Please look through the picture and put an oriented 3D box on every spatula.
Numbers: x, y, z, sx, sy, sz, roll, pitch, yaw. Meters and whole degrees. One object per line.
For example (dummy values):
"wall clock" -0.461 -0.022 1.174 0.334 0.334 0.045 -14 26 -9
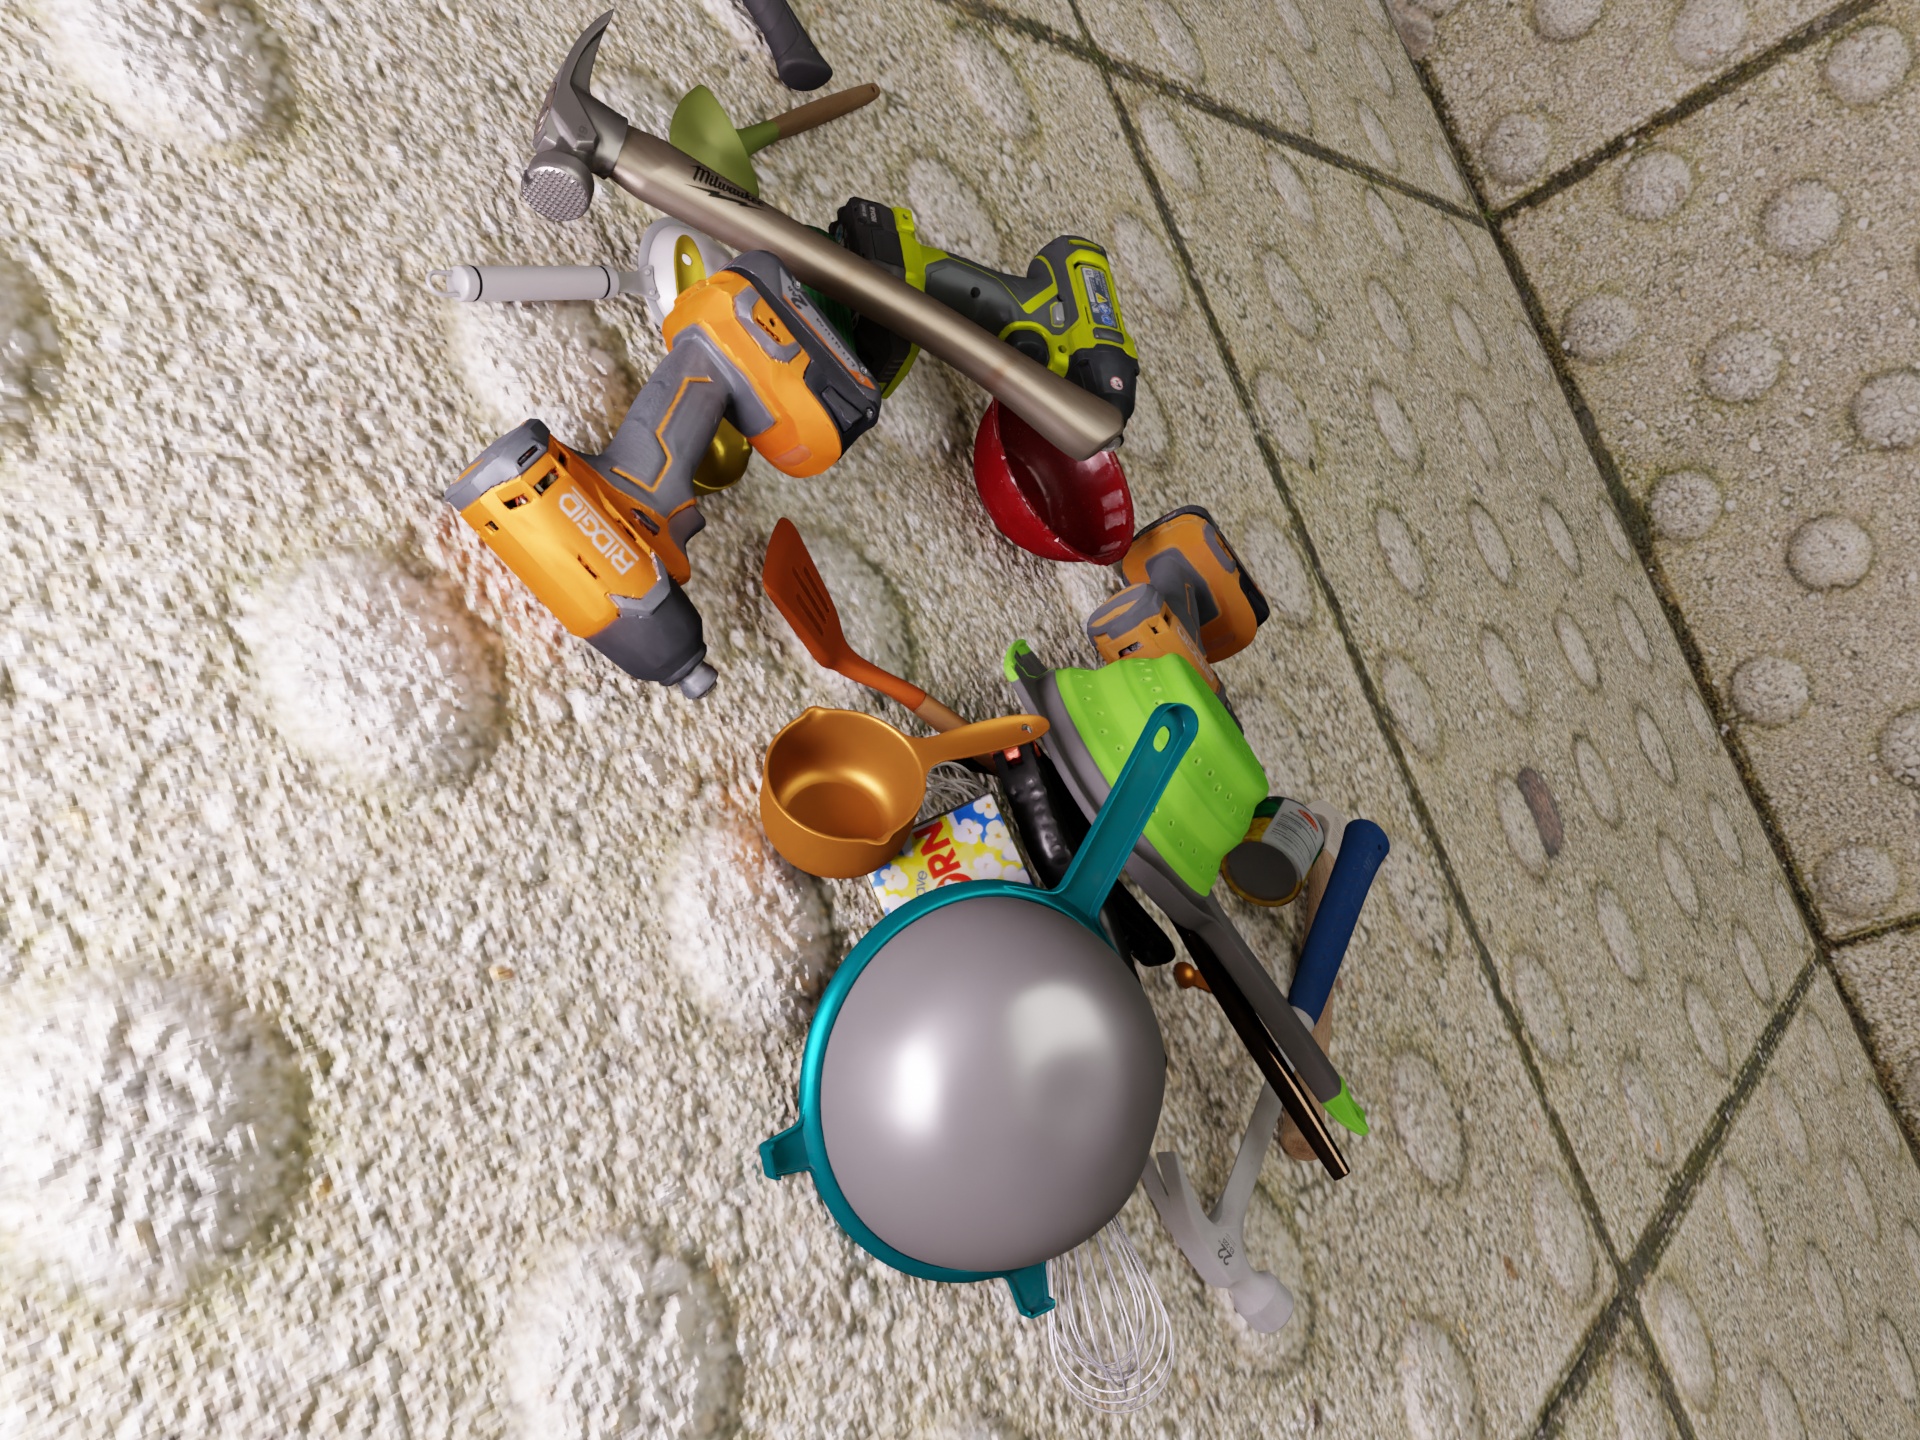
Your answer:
"spatula" 0.166 0.164 1.064 0.316 0.018 0.059 58 29 12
"spatula" -0.002 -0.003 0.987 0.322 0.041 0.081 36 31 -20

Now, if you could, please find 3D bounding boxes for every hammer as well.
"hammer" 0.279 0.193 1.251 0.130 0.031 0.332 45 39 -24
"hammer" 0.236 0.216 1.131 0.144 0.035 0.406 49 46 -18
"hammer" -0.195 -0.613 1.160 0.334 0.035 0.146 57 36 -9
"hammer" -0.063 -0.276 0.981 0.410 0.038 0.146 24 53 -28

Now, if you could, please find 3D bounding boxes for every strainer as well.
"strainer" -0.200 -0.253 0.923 0.258 0.050 0.087 -21 100 -51
"strainer" 0.062 0.136 0.823 0.210 0.095 0.340 36 74 -23

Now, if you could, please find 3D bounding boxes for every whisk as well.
"whisk" 0.060 0.249 0.919 0.070 0.070 0.285 14 53 -47
"whisk" 0.045 0.110 0.994 0.246 0.059 0.058 47 55 -29

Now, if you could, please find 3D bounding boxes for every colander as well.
"colander" 0.179 0.091 1.030 0.397 0.094 0.204 54 12 -5

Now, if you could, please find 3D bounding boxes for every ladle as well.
"ladle" -0.114 -0.428 1.128 0.078 0.062 0.320 62 31 -17

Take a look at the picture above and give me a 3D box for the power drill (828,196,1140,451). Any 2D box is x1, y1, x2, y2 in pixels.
"power drill" 0.018 -0.273 1.108 0.223 0.080 0.171 4 62 -27

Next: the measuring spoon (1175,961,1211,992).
"measuring spoon" 0.193 0.191 1.160 0.116 0.011 0.021 20 54 -44

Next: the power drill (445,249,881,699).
"power drill" -0.141 -0.128 0.849 0.164 0.084 0.226 50 55 -19

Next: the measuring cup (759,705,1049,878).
"measuring cup" -0.030 0.034 0.885 0.173 0.052 0.095 -14 57 -27

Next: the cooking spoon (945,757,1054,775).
"cooking spoon" 0.088 0.040 1.116 0.318 0.017 0.069 10 55 -48

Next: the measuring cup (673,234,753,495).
"measuring cup" -0.159 -0.206 0.928 0.062 0.029 0.156 2 77 -43

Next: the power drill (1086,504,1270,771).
"power drill" 0.182 -0.050 1.218 0.185 0.084 0.226 53 28 -15
